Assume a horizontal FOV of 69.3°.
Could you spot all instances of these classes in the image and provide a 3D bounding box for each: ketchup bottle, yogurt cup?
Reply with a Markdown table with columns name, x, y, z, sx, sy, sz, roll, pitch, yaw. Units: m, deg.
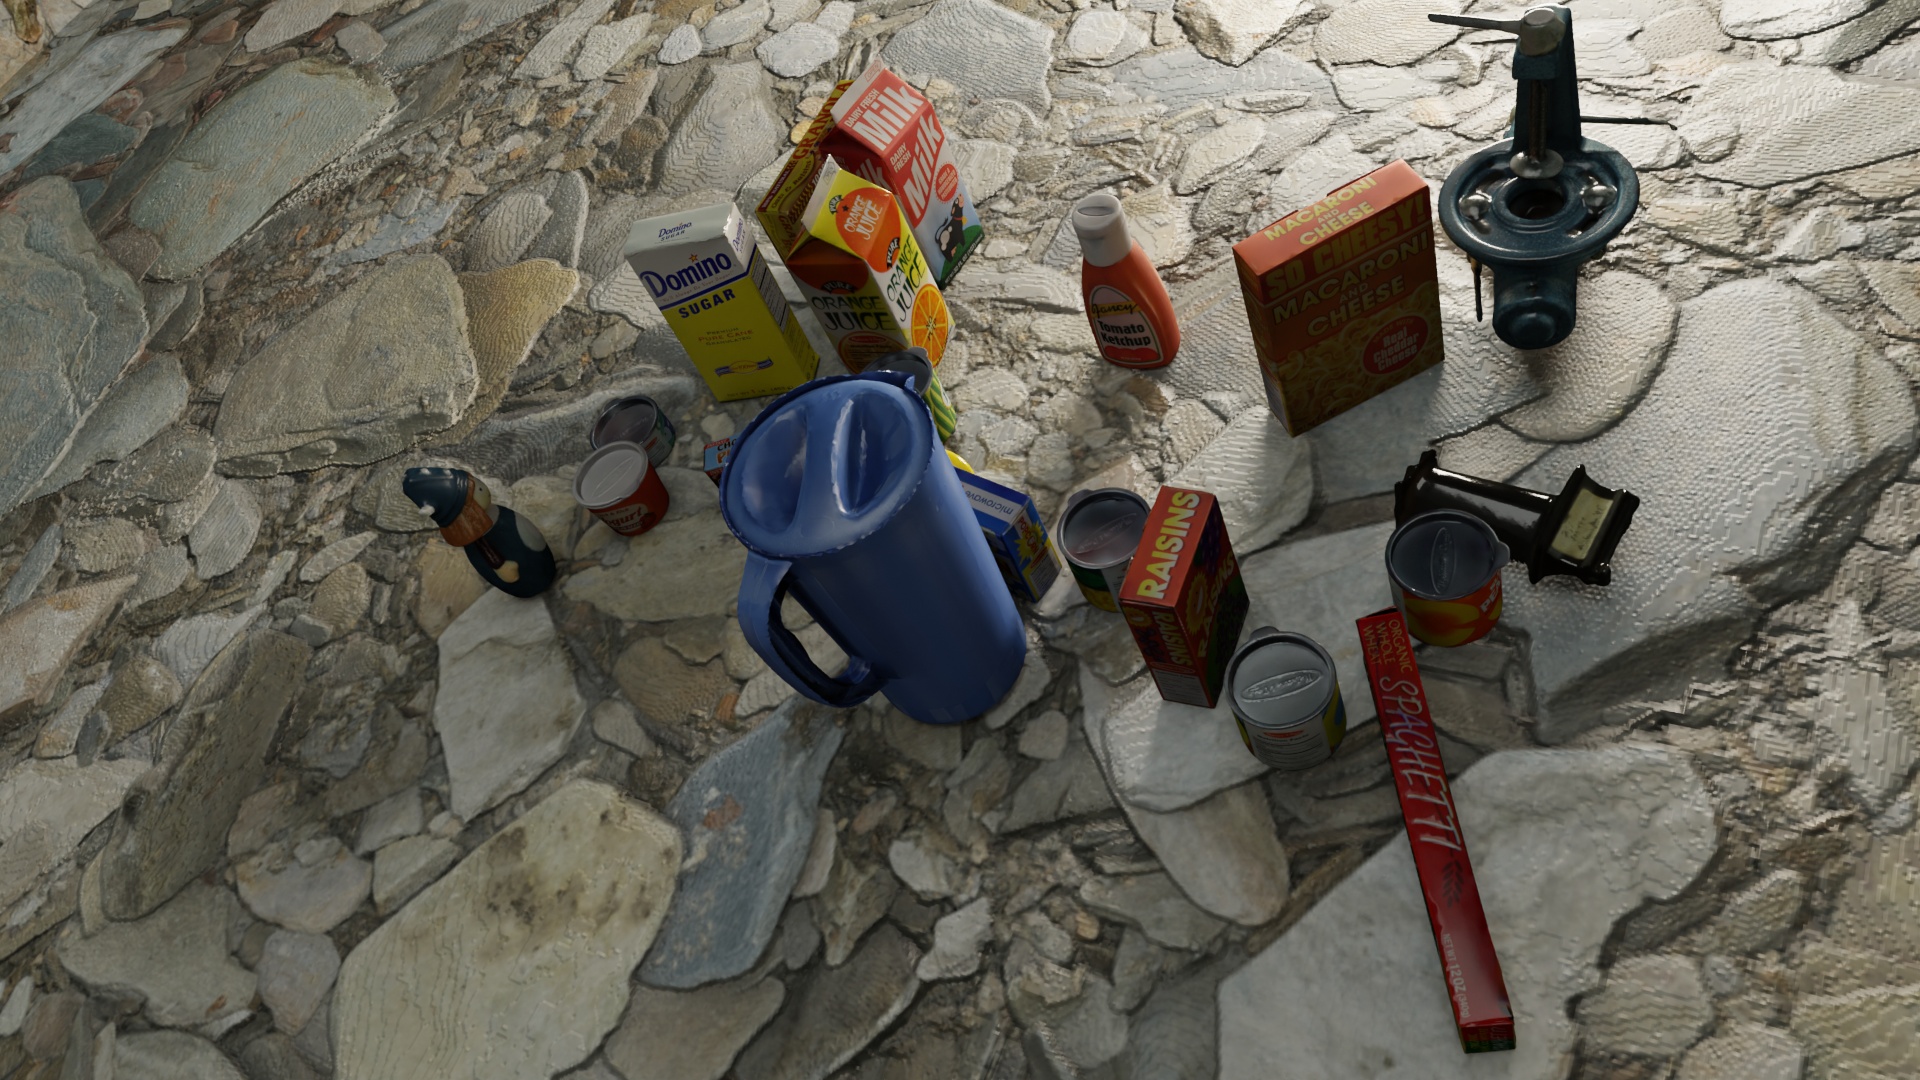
| name | x | y | z | sx | sy | sz | roll | pitch | yaw |
| --- | --- | --- | --- | --- | --- | --- | --- | --- | --- |
| ketchup bottle | 0.118 | -0.190 | 1.028 | 0.065 | 0.148 | 0.044 | 8 | 59 | 28 |
| yogurt cup | -0.276 | -0.040 | 1.142 | 0.072 | 0.053 | 0.073 | -11 | 52 | 15 |

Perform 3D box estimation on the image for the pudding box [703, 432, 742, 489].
| name | x | y | z | sx | sy | sz | roll | pitch | yaw |
| --- | --- | --- | --- | --- | --- | --- | --- | --- | --- |
| pudding box | -0.158 | -0.065 | 1.114 | 0.083 | 0.049 | 0.030 | -17 | 51 | 11 |

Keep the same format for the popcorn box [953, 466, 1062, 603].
| name | x | y | z | sx | sy | sz | roll | pitch | yaw |
| --- | --- | --- | --- | --- | --- | --- | --- | --- | --- |
| popcorn box | 0.004 | -0.012 | 0.984 | 0.127 | 0.085 | 0.038 | 23 | 67 | 34 |

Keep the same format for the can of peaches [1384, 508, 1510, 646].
| name | x | y | z | sx | sy | sz | roll | pitch | yaw |
| --- | --- | --- | --- | --- | --- | --- | --- | --- | --- |
| can of peaches | 0.300 | 0.024 | 0.852 | 0.071 | 0.058 | 0.071 | -11 | 52 | 15 |

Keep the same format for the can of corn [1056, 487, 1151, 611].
| name | x | y | z | sx | sy | sz | roll | pitch | yaw |
| --- | --- | --- | --- | --- | --- | --- | --- | --- | --- |
| can of corn | 0.104 | 0.005 | 0.947 | 0.071 | 0.058 | 0.071 | -11 | 52 | 15 |

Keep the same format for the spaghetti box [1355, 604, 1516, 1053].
| name | x | y | z | sx | sy | sz | roll | pitch | yaw |
| --- | --- | --- | --- | --- | --- | --- | --- | --- | --- |
| spaghetti box | 0.262 | 0.153 | 0.776 | 0.028 | 0.050 | 0.251 | -13 | 51 | 13 |

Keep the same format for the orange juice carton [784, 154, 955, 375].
| name | x | y | z | sx | sy | sz | roll | pitch | yaw |
| --- | --- | --- | --- | --- | --- | --- | --- | --- | --- |
| orange juice carton | -0.075 | -0.206 | 1.092 | 0.073 | 0.192 | 0.072 | 3 | 57 | 25 |

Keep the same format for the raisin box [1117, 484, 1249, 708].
| name | x | y | z | sx | sy | sz | roll | pitch | yaw |
| --- | --- | --- | --- | --- | --- | --- | --- | --- | --- |
| raisin box | 0.141 | 0.037 | 0.866 | 0.040 | 0.123 | 0.086 | 9 | 60 | 28 |

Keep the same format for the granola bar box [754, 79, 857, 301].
| name | x | y | z | sx | sy | sz | roll | pitch | yaw |
| --- | --- | --- | --- | --- | --- | --- | --- | --- | --- |
| granola bar box | -0.104 | -0.301 | 1.219 | 0.039 | 0.123 | 0.166 | 11 | 60 | 29 |

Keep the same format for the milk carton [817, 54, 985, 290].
| name | x | y | z | sx | sy | sz | roll | pitch | yaw |
| --- | --- | --- | --- | --- | --- | --- | --- | --- | --- |
| milk carton | -0.053 | -0.305 | 1.157 | 0.073 | 0.189 | 0.072 | 20 | 65 | 33 |

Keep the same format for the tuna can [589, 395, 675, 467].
| name | x | y | z | sx | sy | sz | roll | pitch | yaw |
| --- | --- | --- | --- | --- | --- | --- | --- | --- | --- |
| tuna can | -0.283 | -0.091 | 1.196 | 0.071 | 0.032 | 0.071 | -11 | 52 | 15 |

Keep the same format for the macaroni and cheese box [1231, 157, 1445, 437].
| name | x | y | z | sx | sy | sz | roll | pitch | yaw |
| --- | --- | --- | --- | --- | --- | --- | --- | --- | --- |
| macaroni and cheese box | 0.257 | -0.159 | 0.935 | 0.124 | 0.165 | 0.040 | -28 | 50 | 1 |

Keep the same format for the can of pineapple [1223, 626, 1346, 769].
| name | x | y | z | sx | sy | sz | roll | pitch | yaw |
| --- | --- | --- | --- | --- | --- | --- | --- | --- | --- |
| can of pineapple | 0.197 | 0.096 | 0.841 | 0.071 | 0.057 | 0.071 | -11 | 52 | 15 |

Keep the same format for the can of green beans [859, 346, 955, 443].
| name | x | y | z | sx | sy | sz | roll | pitch | yaw |
| --- | --- | --- | --- | --- | --- | --- | --- | --- | --- |
| can of green beans | -0.043 | -0.106 | 1.092 | 0.071 | 0.057 | 0.071 | -11 | 52 | 15 |
